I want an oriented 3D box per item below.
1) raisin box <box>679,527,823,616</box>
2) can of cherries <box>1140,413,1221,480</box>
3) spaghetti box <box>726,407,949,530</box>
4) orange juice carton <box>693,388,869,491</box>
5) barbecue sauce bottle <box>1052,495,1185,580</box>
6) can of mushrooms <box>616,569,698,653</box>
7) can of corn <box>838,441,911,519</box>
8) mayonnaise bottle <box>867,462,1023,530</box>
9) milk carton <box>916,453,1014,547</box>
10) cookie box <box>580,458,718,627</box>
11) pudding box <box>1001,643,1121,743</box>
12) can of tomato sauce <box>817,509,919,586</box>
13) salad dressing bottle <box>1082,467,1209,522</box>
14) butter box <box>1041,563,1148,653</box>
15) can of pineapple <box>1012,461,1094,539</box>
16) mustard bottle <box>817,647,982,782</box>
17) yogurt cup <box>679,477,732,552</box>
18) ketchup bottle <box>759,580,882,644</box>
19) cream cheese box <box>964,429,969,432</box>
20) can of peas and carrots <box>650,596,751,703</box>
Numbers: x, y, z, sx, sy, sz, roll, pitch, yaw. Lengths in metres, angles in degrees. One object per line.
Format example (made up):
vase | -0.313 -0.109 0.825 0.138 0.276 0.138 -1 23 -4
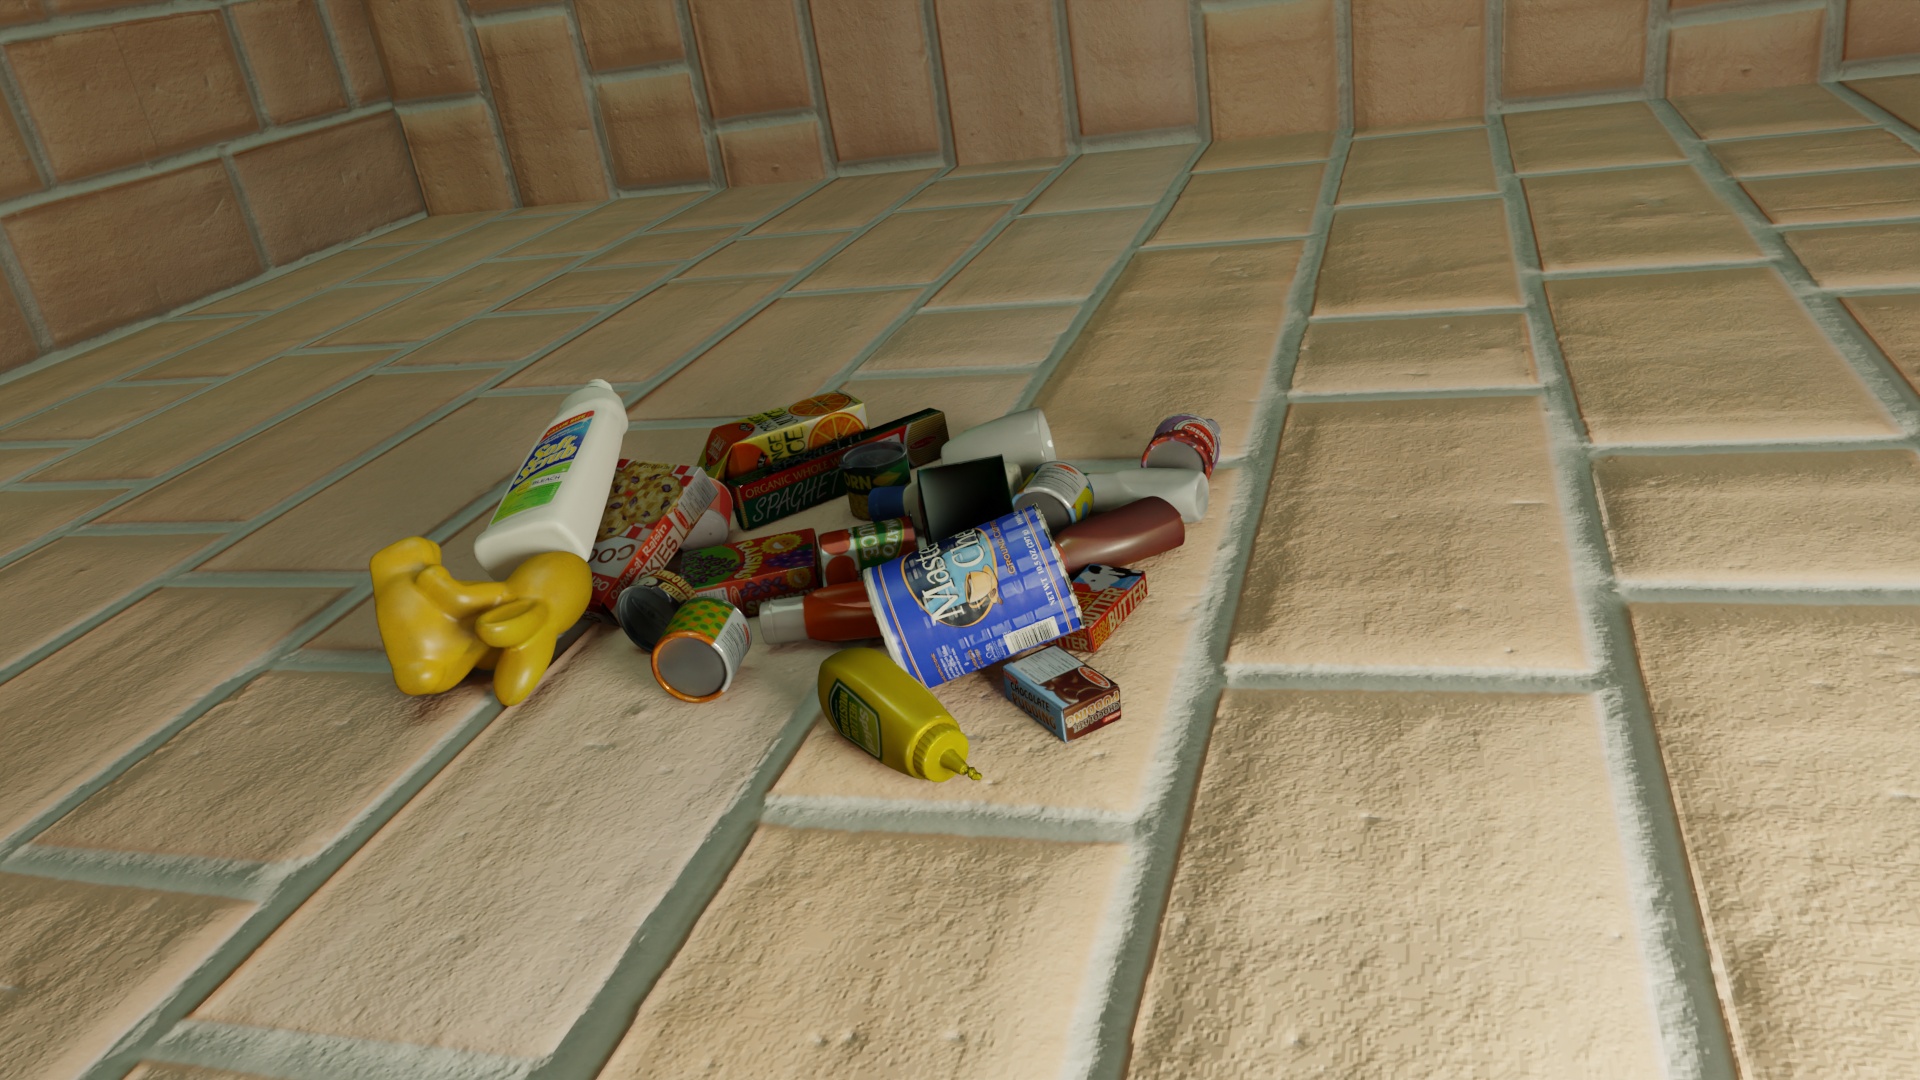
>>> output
raisin box | -0.186 0.033 1.242 0.123 0.040 0.086 -12 24 -2
can of cherries | 0.210 -0.081 1.312 0.071 0.071 0.059 1 26 22
spaghetti box | -0.123 -0.077 1.443 0.251 0.050 0.029 -23 26 -27
orange juice carton | -0.195 -0.095 1.481 0.193 0.072 0.072 -20 27 -21
barbecue sauce bottle | 0.116 0.005 1.191 0.149 0.043 0.065 -20 25 -21
can of mushrooms | -0.252 0.059 1.172 0.071 0.070 0.034 4 26 26
can of corn | -0.084 -0.059 1.380 0.071 0.058 0.071 -7 25 4
mayonnaise bottle | -0.013 -0.037 1.309 0.148 0.064 0.041 -3 14 22
milk carton | 0.004 -0.015 1.186 0.072 0.073 0.190 -11 -8 -2
cookie box | -0.322 -0.003 1.294 0.123 0.040 0.168 7 52 33
pudding box | 0.072 0.109 0.998 0.050 0.030 0.084 -20 27 -25
can of tomato sauce | -0.077 0.016 1.201 0.083 0.071 0.071 -12 25 -5
salad dressing bottle | 0.153 -0.043 1.284 0.147 0.043 0.064 3 29 28
butter box | 0.105 0.054 1.113 0.053 0.024 0.104 6 28 32
can of pineapple | 0.081 -0.029 1.253 0.071 0.070 0.058 2 27 23
mustard bottle | -0.039 0.127 0.960 0.049 0.065 0.160 -21 30 -33
yogurt cup | -0.255 -0.022 1.357 0.072 0.072 0.054 -12 33 -7
ketchup bottle | -0.090 0.058 1.148 0.149 0.043 0.065 -8 23 4
cream cheese box | 0.034 -0.091 1.449 0.053 0.024 0.104 -8 25 -1
can of peas and carrots | -0.207 0.087 1.101 0.071 0.070 0.059 -4 25 11
